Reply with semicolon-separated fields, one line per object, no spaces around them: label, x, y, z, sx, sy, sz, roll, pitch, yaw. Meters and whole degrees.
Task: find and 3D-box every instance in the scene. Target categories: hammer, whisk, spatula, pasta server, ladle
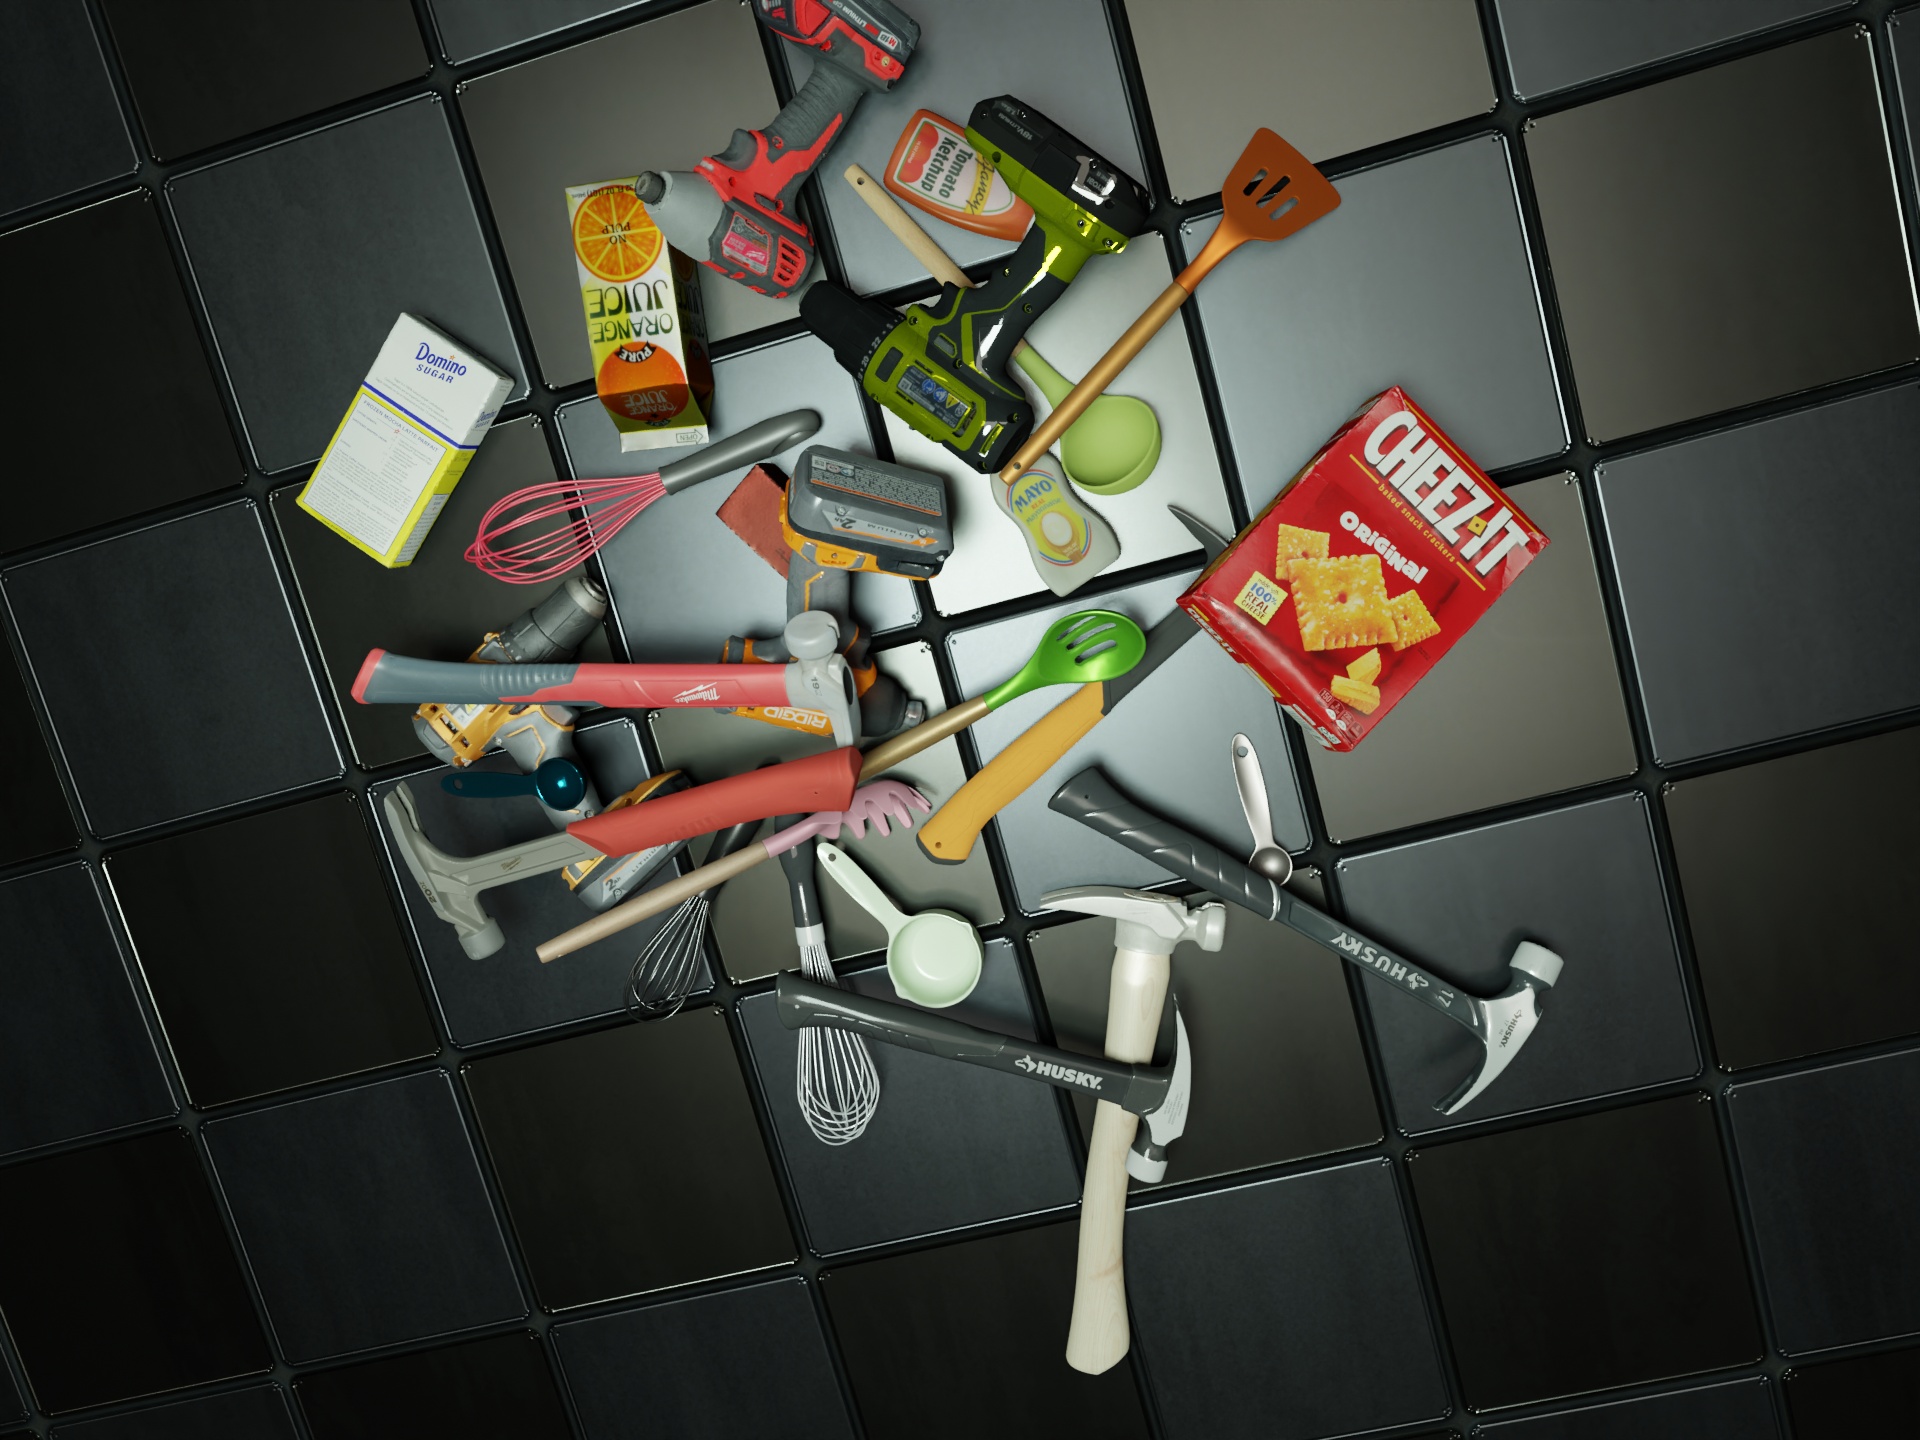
hammer;-0.265;-0.014;1.180;0.386;0.038;0.143;1;130;12
hammer;0.018;0.249;1.236;0.335;0.035;0.146;15;103;0
hammer;-0.243;0.071;1.172;0.359;0.037;0.149;-16;111;15
whisk;-0.205;0.140;1.283;0.055;0.055;0.239;29;97;0
whisk;-0.116;0.203;1.280;0.070;0.070;0.284;-9;95;8
spatula;0.141;-0.289;1.142;0.081;0.041;0.322;43;92;0
pasta server;-0.171;0.117;1.219;0.316;0.060;0.040;-25;74;-14
whisk;-0.245;-0.176;1.222;0.296;0.073;0.073;-21;98;4
hammer;0.251;0.151;1.214;0.409;0.036;0.149;29;84;-1
ladle;0.026;-0.293;1.174;0.078;0.062;0.320;-43;91;6
hammer;0.088;-0.013;1.228;0.337;0.034;0.127;-43;94;11
hammer;0.115;0.335;1.288;0.146;0.038;0.410;7;101;6

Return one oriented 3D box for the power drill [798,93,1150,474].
power drill;0.007;-0.314;1.120;0.190;0.080;0.228;38;111;7

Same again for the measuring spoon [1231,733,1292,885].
measuring spoon;0.230;0.070;1.241;0.034;0.018;0.124;-13;92;0

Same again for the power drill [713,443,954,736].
power drill;-0.080;-0.079;1.176;0.164;0.084;0.226;13;129;-15

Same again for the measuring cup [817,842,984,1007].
measuring cup;-0.050;0.156;1.275;0.167;0.038;0.083;44;101;5

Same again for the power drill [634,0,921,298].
power drill;-0.134;-0.423;1.125;0.079;0.143;0.219;39;105;41

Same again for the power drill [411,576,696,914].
power drill;-0.296;0.016;1.254;0.185;0.084;0.226;-43;89;10

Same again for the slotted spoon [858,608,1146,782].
slotted spoon;-0.002;-0.004;1.211;0.314;0.031;0.070;-28;126;17

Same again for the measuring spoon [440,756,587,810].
measuring spoon;-0.340;0.046;1.220;0.128;0.021;0.042;-1;105;20
